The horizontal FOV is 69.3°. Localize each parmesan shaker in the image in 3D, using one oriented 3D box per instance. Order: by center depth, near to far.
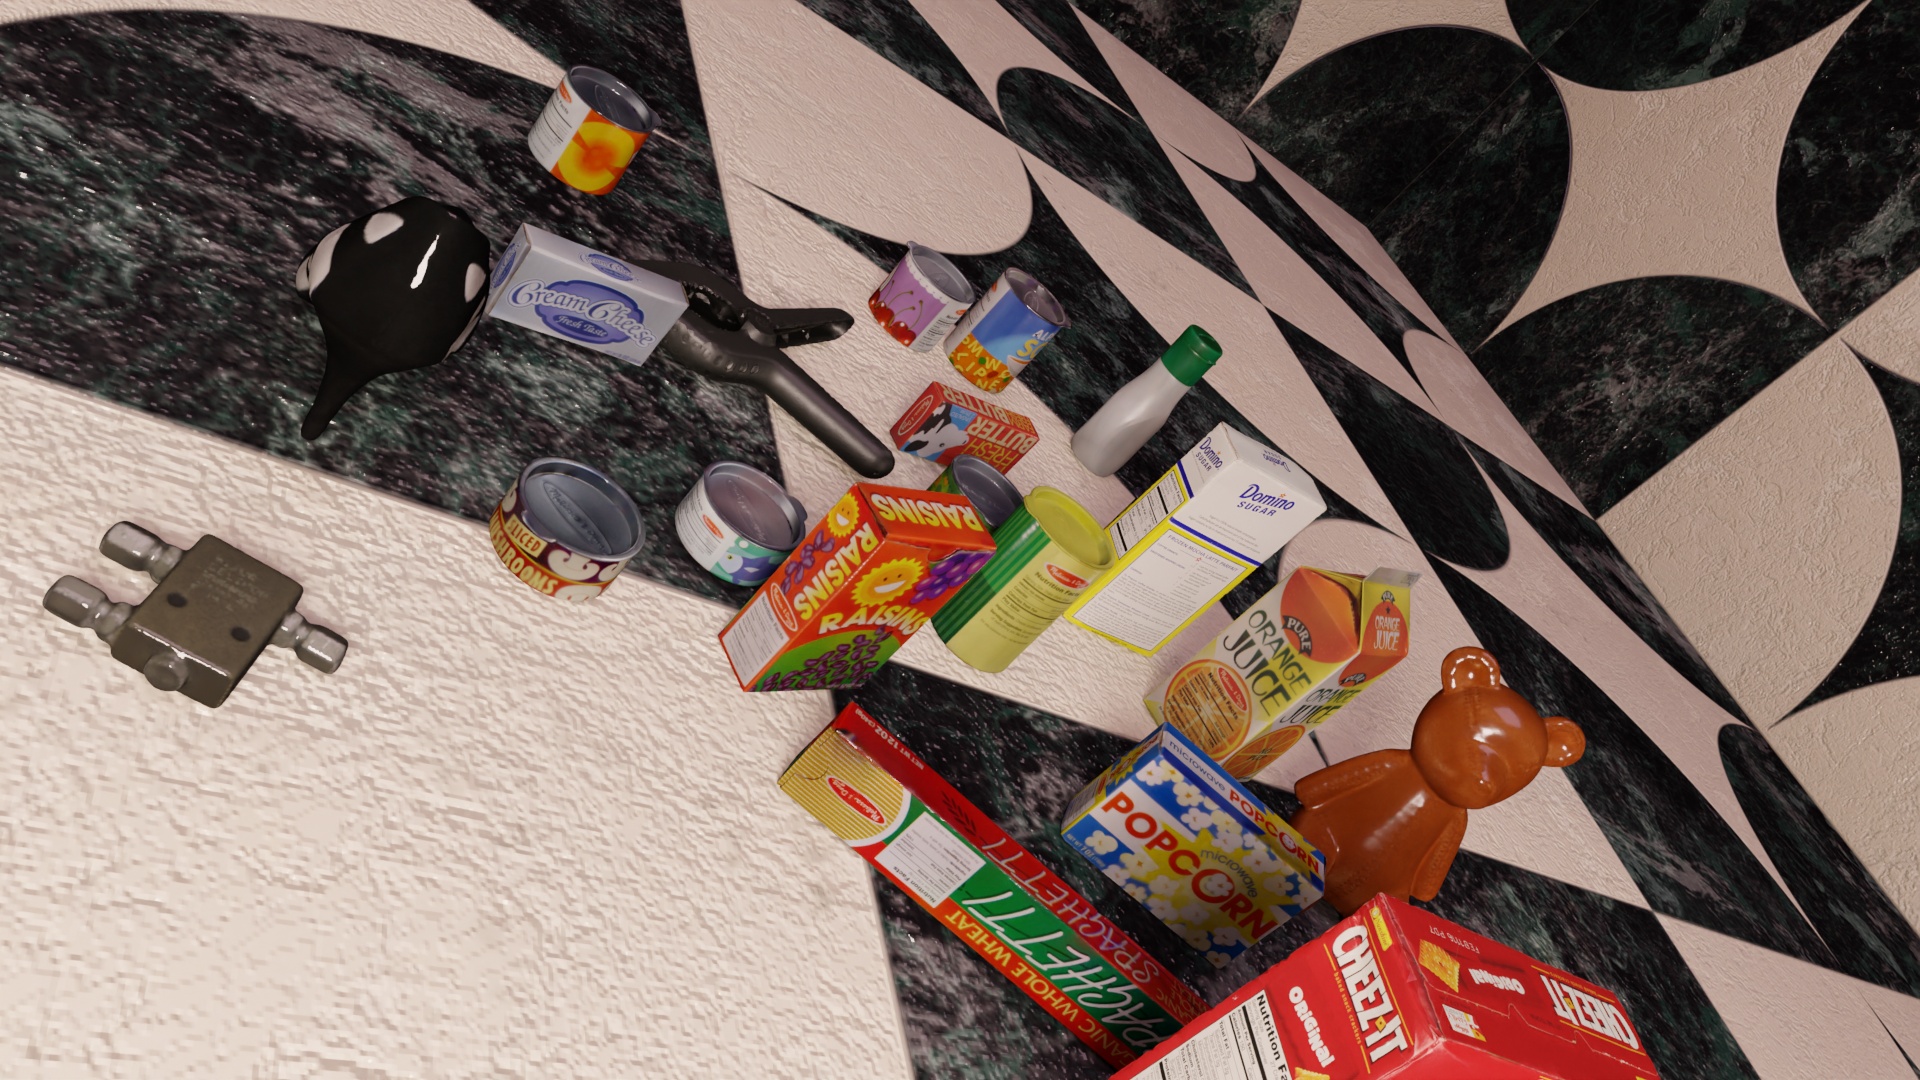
[{"bbox_3d":[0.034,0.023,0.848,0.071,0.102,0.072,33,29,-21],"label":"parmesan shaker"}]

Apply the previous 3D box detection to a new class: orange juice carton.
[{"bbox_3d":[0.222,0.080,0.925,0.072,0.192,0.073,10,43,-48],"label":"orange juice carton"}]

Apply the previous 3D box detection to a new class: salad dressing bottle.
[{"bbox_3d":[0.156,-0.117,1.161,0.064,0.147,0.044,2,48,-53],"label":"salad dressing bottle"}]

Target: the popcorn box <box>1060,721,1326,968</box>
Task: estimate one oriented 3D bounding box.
[{"bbox_3d":[0.132,0.173,0.789,0.126,0.085,0.038,41,27,-6],"label":"popcorn box"}]

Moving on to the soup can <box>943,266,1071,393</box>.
[{"bbox_3d":[0.038,-0.171,1.148,0.071,0.083,0.072,33,29,-21],"label":"soup can"}]

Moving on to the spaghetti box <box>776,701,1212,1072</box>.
[{"bbox_3d":[0.022,0.177,0.673,0.250,0.050,0.029,41,27,-5],"label":"spaghetti box"}]

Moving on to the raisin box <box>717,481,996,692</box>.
[{"bbox_3d":[-0.052,0.027,0.705,0.086,0.123,0.040,7,45,-50],"label":"raisin box"}]

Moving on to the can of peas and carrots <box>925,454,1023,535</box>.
[{"bbox_3d":[0.003,-0.011,0.904,0.071,0.058,0.071,33,29,-21],"label":"can of peas and carrots"}]

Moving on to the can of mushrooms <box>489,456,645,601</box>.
[{"bbox_3d":[-0.189,-0.005,0.663,0.071,0.033,0.071,33,29,-21],"label":"can of mushrooms"}]

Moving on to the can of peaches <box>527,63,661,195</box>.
[{"bbox_3d":[-0.247,-0.276,0.938,0.071,0.058,0.071,33,29,-21],"label":"can of peaches"}]

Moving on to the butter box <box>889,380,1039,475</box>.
[{"bbox_3d":[0.004,-0.077,1.003,0.103,0.053,0.024,16,38,-43],"label":"butter box"}]

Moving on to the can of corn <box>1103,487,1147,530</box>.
[{"bbox_3d":[0.141,0.003,1.070,0.071,0.058,0.071,33,29,-21],"label":"can of corn"}]

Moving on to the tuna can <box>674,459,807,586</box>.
[{"bbox_3d":[-0.119,-0.009,0.764,0.071,0.032,0.071,33,29,-21],"label":"tuna can"}]

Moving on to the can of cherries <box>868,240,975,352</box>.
[{"bbox_3d":[-0.033,-0.195,1.114,0.071,0.058,0.072,33,29,-21],"label":"can of cherries"}]

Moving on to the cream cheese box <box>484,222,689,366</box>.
[{"bbox_3d":[-0.214,-0.138,0.795,0.104,0.053,0.024,16,38,-42],"label":"cream cheese box"}]
